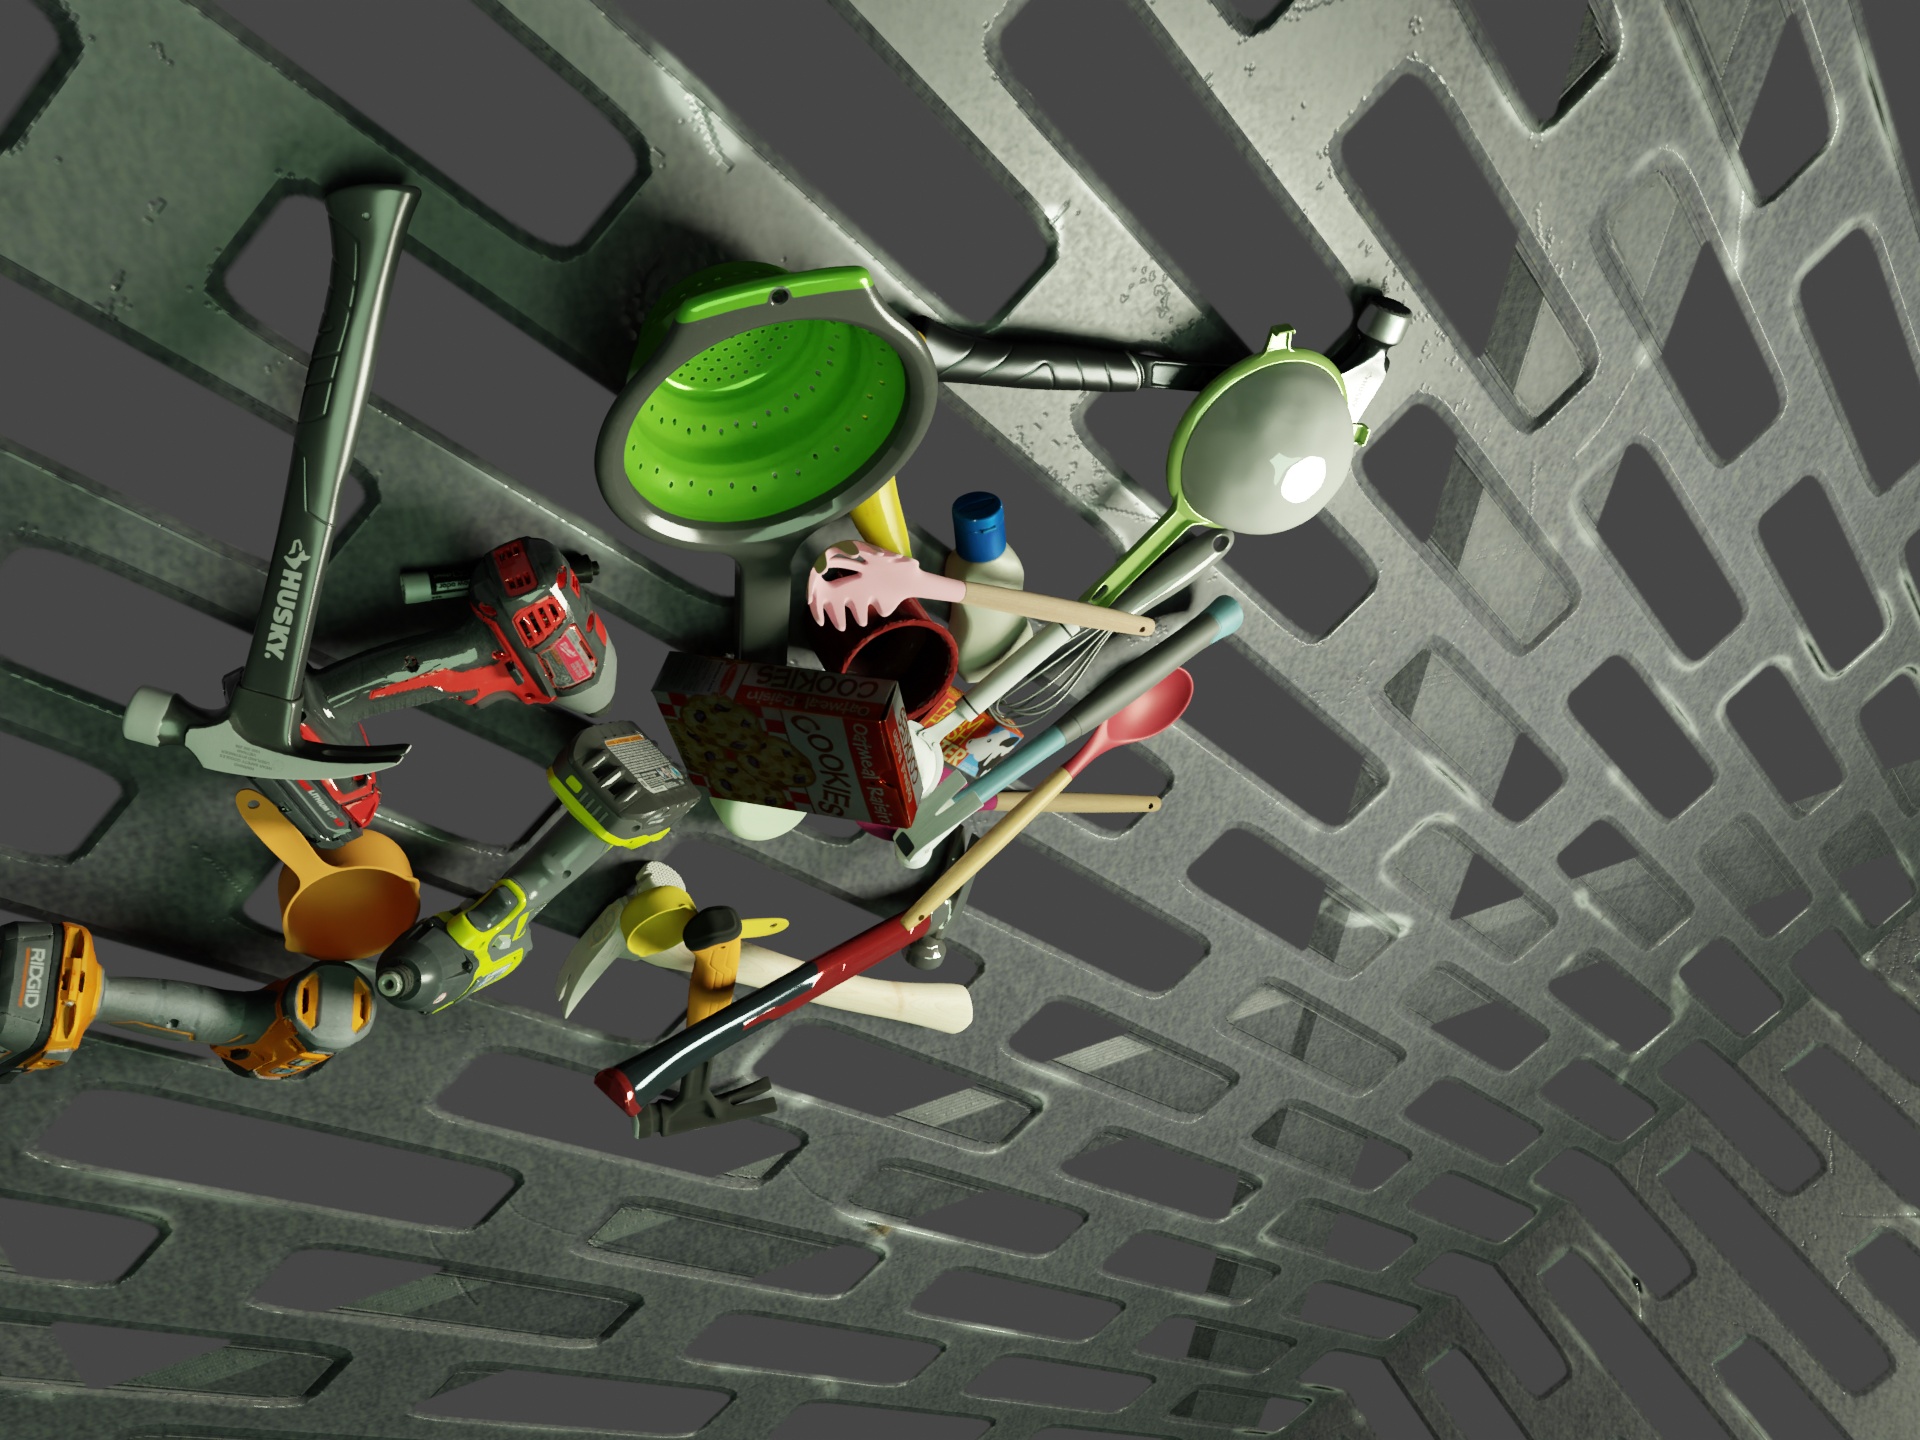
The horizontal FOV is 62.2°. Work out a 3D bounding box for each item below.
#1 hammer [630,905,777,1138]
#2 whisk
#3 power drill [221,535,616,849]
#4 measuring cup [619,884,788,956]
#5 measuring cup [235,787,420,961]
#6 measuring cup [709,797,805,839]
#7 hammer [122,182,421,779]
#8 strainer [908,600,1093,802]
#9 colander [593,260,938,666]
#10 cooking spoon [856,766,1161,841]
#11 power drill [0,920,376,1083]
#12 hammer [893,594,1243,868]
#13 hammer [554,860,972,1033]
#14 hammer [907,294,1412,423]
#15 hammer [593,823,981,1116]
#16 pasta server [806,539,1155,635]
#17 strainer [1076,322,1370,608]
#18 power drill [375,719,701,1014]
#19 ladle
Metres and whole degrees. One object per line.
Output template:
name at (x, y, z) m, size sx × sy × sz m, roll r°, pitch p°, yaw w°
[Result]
hammer at (-0.198, 0.247, 1.284) m, size 0.127 × 0.034 × 0.336 m, roll -7°, pitch 144°, yaw -19°
whisk at (0.119, -0.076, 1.241) m, size 0.239 × 0.055 × 0.055 m, roll -37°, pitch 138°, yaw -4°
power drill at (-0.323, -0.015, 0.986) m, size 0.219 × 0.079 × 0.143 m, roll -26°, pitch 143°, yaw -6°
measuring cup at (-0.193, 0.150, 1.213) m, size 0.156 × 0.029 × 0.062 m, roll 7°, pitch 132°, yaw -51°
measuring cup at (-0.426, 0.087, 1.047) m, size 0.095 × 0.052 × 0.173 m, roll -28°, pitch 135°, yaw -7°
measuring cup at (-0.107, 0.046, 1.215) m, size 0.167 × 0.038 × 0.083 m, roll -14°, pitch 134°, yaw -18°
hammer at (-0.342, -0.123, 0.856) m, size 0.146 × 0.035 × 0.334 m, roll 16°, pitch 104°, yaw -11°
strainer at (-0.002, -0.004, 1.179) m, size 0.258 × 0.050 × 0.086 m, roll -40°, pitch 121°, yaw 5°
colander at (-0.134, -0.155, 0.997) m, size 0.204 × 0.095 × 0.396 m, roll -16°, pitch 152°, yaw -17°
cooking spoon at (0.047, 0.069, 1.343) m, size 0.318 × 0.017 × 0.068 m, roll 3°, pitch 101°, yaw -35°
power drill at (-0.527, 0.197, 1.045) m, size 0.226 × 0.084 × 0.164 m, roll 16°, pitch 148°, yaw -41°
hammer at (0.087, 0.004, 1.247) m, size 0.331 × 0.033 × 0.128 m, roll -35°, pitch 171°, yaw -12°
hammer at (-0.144, 0.226, 1.357) m, size 0.410 × 0.038 × 0.146 m, roll 24°, pitch 114°, yaw -43°
hammer at (0.133, -0.239, 1.112) m, size 0.408 × 0.036 × 0.149 m, roll -3°, pitch 130°, yaw -29°
hammer at (-0.120, 0.194, 1.229) m, size 0.386 × 0.038 × 0.143 m, roll -23°, pitch 139°, yaw -49°
pasta server at (0.023, -0.080, 1.091) m, size 0.316 × 0.040 × 0.060 m, roll 7°, pitch 124°, yaw -39°
strainer at (0.191, -0.151, 1.152) m, size 0.256 × 0.069 × 0.151 m, roll -44°, pitch 137°, yaw 11°
power drill at (-0.292, 0.106, 1.079) m, size 0.223 × 0.080 × 0.171 m, roll -44°, pitch 177°, yaw 7°
ladle at (0.069, 0.061, 1.301) m, size 0.315 × 0.031 × 0.069 m, roll -42°, pitch 129°, yaw -12°
